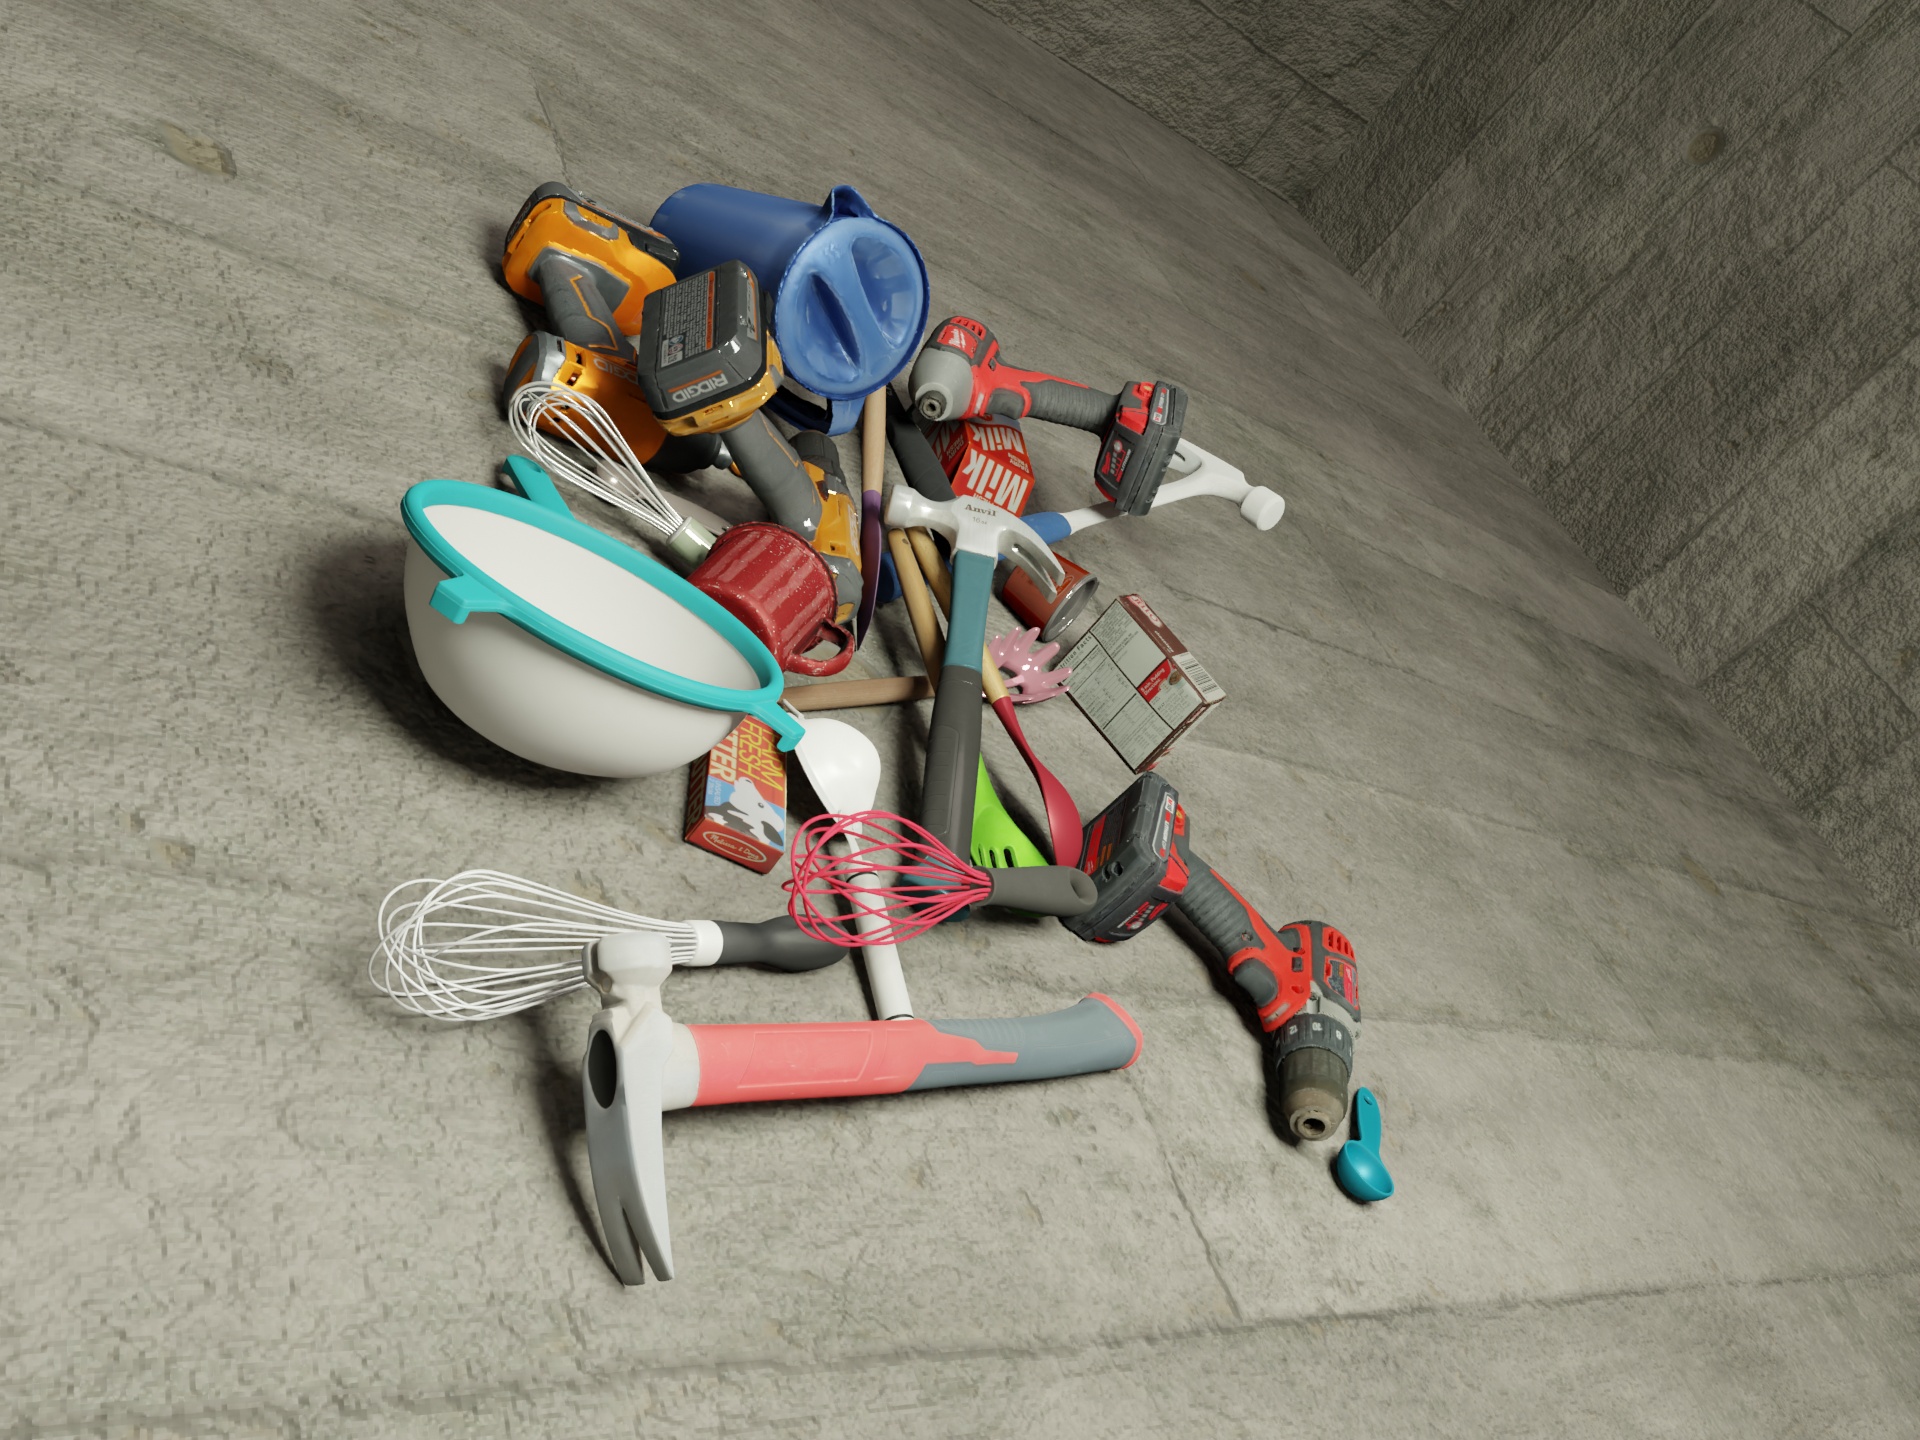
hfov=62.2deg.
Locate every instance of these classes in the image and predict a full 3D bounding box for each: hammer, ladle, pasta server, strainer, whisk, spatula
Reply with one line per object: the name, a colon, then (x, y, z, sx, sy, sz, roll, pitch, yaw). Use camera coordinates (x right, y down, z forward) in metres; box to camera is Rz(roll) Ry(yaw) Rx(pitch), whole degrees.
hammer: (0.085, -0.164, 1.292, 0.405, 0.035, 0.144, -21, 48, -37)
hammer: (-0.002, -0.019, 1.036, 0.128, 0.033, 0.331, 12, 53, -8)
ladle: (0.016, -0.033, 1.101, 0.069, 0.031, 0.316, 75, -10, -67)
pasta server: (-0.029, -0.027, 1.099, 0.316, 0.040, 0.060, -7, 65, -52)
hammer: (-0.056, -0.250, 1.302, 0.149, 0.036, 0.409, 11, 32, -26)
strainer: (-0.229, -0.059, 0.873, 0.210, 0.095, 0.341, 23, 13, -33)
strainer: (-0.056, 0.082, 0.911, 0.086, 0.050, 0.259, 51, 18, -54)
whisk: (-0.001, 0.093, 0.889, 0.295, 0.073, 0.073, 12, 40, -56)
whisk: (-0.150, 0.106, 0.759, 0.284, 0.070, 0.070, 9, 42, -51)
whisk: (-0.188, -0.127, 1.024, 0.246, 0.059, 0.058, 42, 34, -17)
spatula: (-0.065, -0.187, 1.184, 0.018, 0.059, 0.316, 10, 52, -14)
hammer: (-0.024, 0.184, 0.802, 0.386, 0.038, 0.143, 11, 64, -50)

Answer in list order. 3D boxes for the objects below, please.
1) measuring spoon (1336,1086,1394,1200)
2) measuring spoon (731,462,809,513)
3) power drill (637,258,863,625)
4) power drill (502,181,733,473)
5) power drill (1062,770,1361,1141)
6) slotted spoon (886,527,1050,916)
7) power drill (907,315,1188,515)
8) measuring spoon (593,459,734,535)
measuring spoon: (0.266, 0.282, 1.062, 0.042, 0.021, 0.128, 41, 20, 1)
measuring spoon: (-0.128, -0.155, 1.184, 0.117, 0.011, 0.021, 44, 42, -2)
power drill: (-0.131, -0.196, 1.081, 0.186, 0.084, 0.226, -98, 165, -45)
power drill: (-0.243, -0.268, 1.131, 0.164, 0.084, 0.227, 19, 40, -36)
power drill: (0.176, 0.159, 1.057, 0.226, 0.080, 0.188, 39, 29, -10)
slotted spoon: (-0.002, -0.003, 1.066, 0.070, 0.031, 0.314, 11, 50, -43)
power drill: (0.065, -0.251, 1.283, 0.219, 0.078, 0.143, 20, 34, 0)
measuring spoon: (-0.199, -0.142, 1.081, 0.124, 0.018, 0.034, 22, 36, -43)
